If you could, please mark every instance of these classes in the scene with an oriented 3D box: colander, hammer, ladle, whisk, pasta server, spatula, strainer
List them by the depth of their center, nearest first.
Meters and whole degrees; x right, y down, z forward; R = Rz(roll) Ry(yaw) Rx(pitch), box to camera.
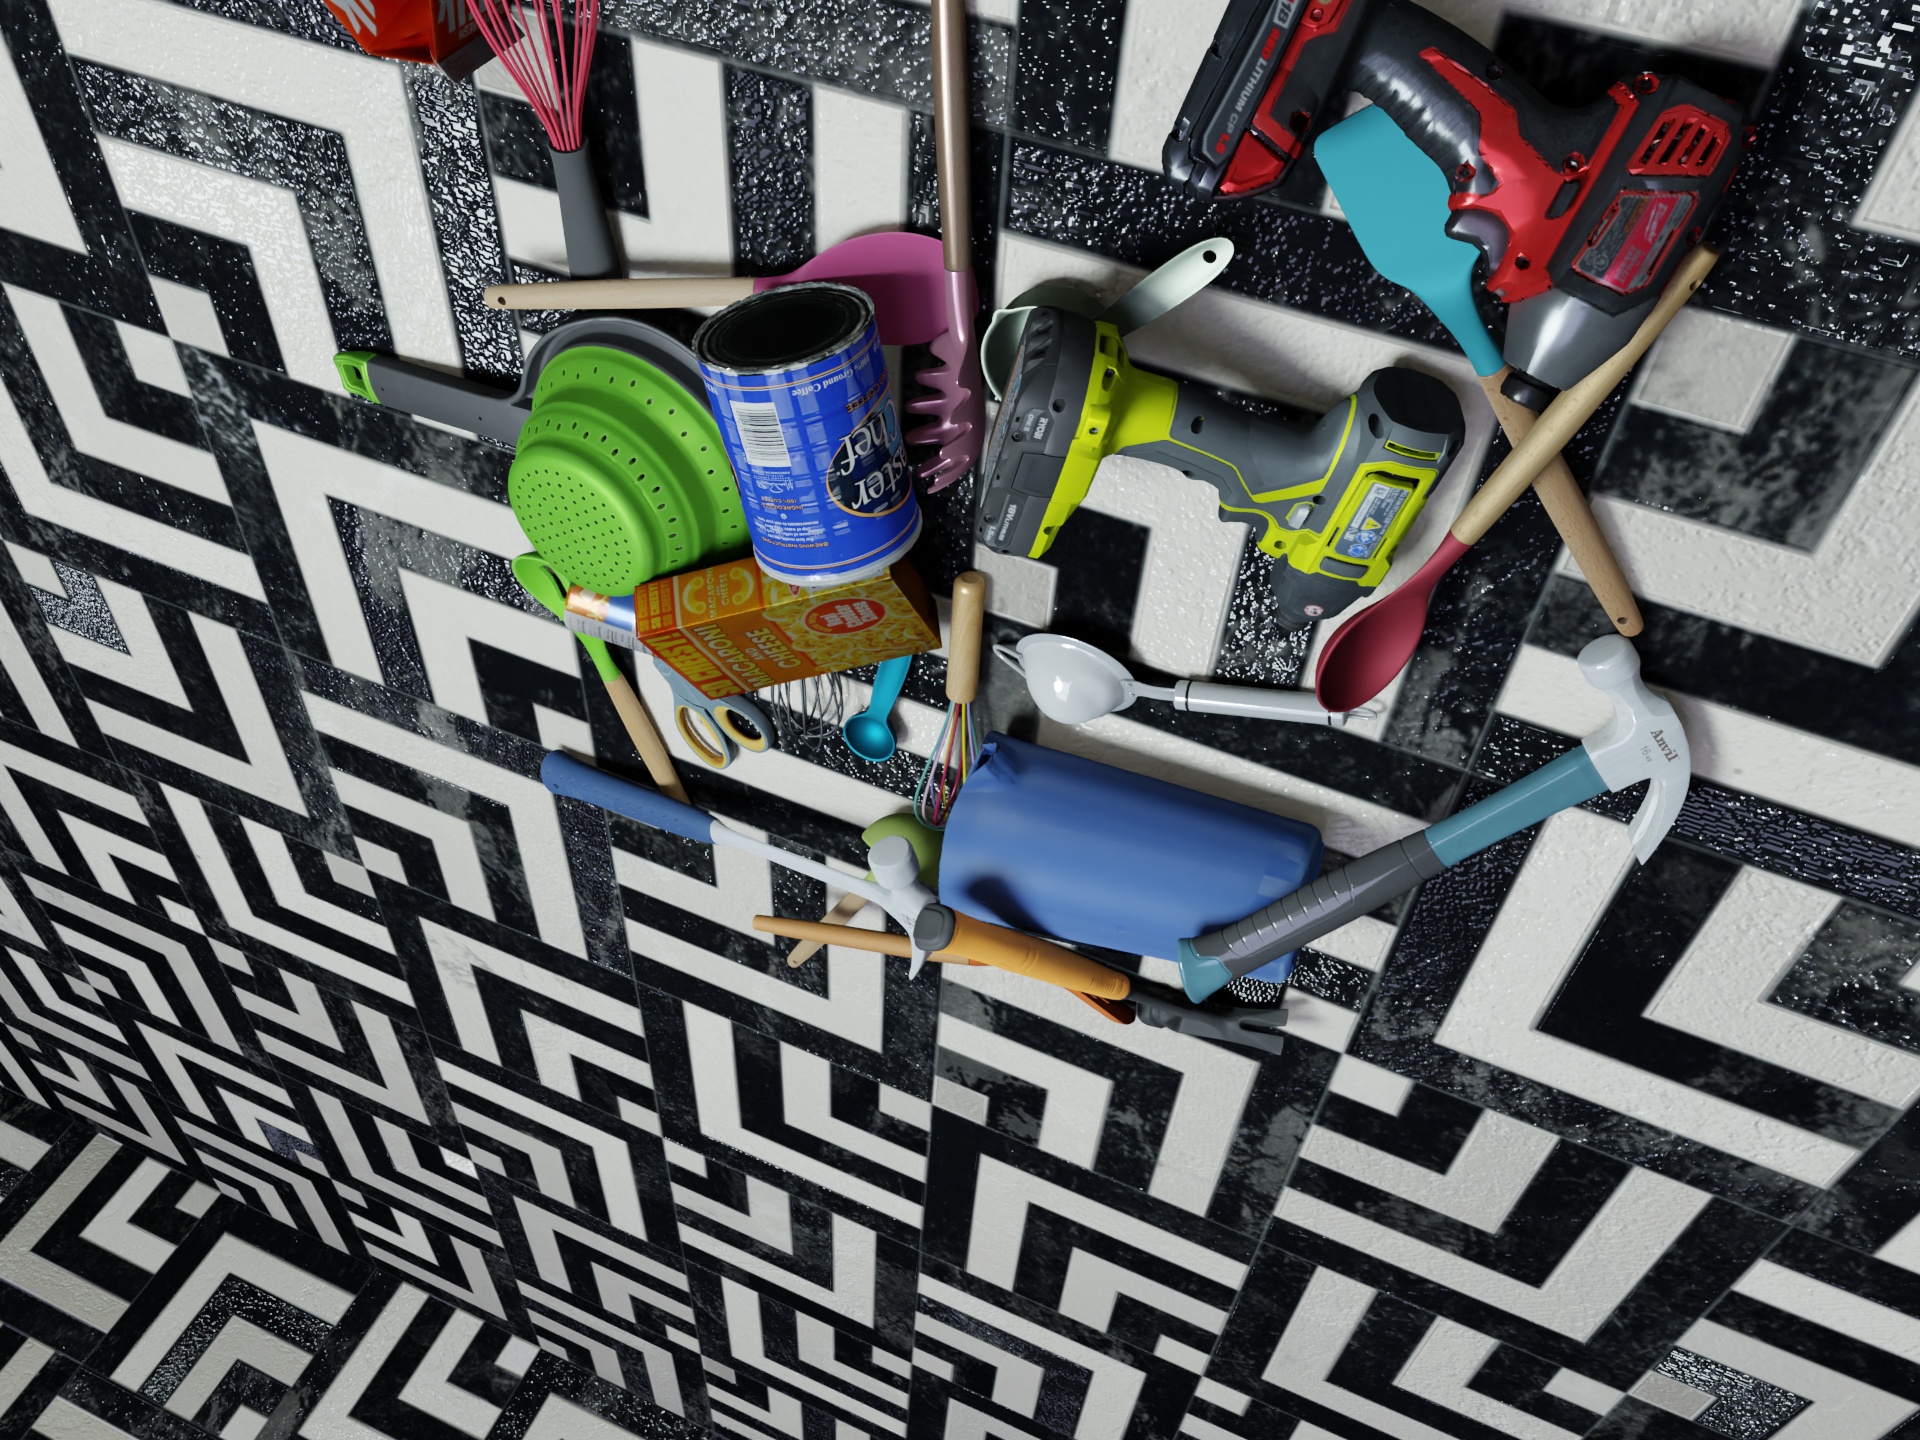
[{"bbox_3d":[0.277,-0.162,0.788,0.082,0.044,0.317,-14,128,39],"label":"spatula"},{"bbox_3d":[0.265,-0.109,0.793,0.031,0.069,0.315,64,145,27],"label":"ladle"},{"bbox_3d":[-0.009,-0.263,0.837,0.040,0.060,0.316,-15,132,-15],"label":"pasta server"},{"bbox_3d":[-0.224,-0.341,0.890,0.073,0.073,0.295,19,146,14],"label":"whisk"},{"bbox_3d":[0.268,0.081,0.940,0.331,0.033,0.128,-32,110,22],"label":"hammer"},{"bbox_3d":[0.134,-0.016,1.015,0.258,0.050,0.086,6,150,22],"label":"strainer"},{"bbox_3d":[-0.289,-0.171,1.046,0.397,0.094,0.204,19,139,23],"label":"colander"},{"bbox_3d":[-0.114,-0.075,1.103,0.055,0.055,0.238,15,134,19],"label":"whisk"},{"bbox_3d":[0.094,0.181,1.112,0.127,0.034,0.336,2,164,44],"label":"hammer"},{"bbox_3d":[-0.003,-0.005,1.113,0.051,0.047,0.244,10,133,6],"label":"whisk"},{"bbox_3d":[-0.185,0.098,1.278,0.406,0.035,0.143,17,143,32],"label":"hammer"},{"bbox_3d":[-0.016,0.197,1.289,0.322,0.041,0.081,8,179,12],"label":"spatula"},{"bbox_3d":[-0.091,0.158,1.323,0.078,0.062,0.320,32,143,-8],"label":"ladle"}]

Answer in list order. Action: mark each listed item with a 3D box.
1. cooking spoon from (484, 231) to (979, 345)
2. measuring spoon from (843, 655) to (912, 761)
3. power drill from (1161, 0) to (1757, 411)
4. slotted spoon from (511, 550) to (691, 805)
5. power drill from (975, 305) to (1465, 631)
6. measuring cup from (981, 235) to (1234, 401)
[{"bbox_3d":[-0.141,-0.252,0.932,0.319,0.017,0.068,4,133,18],"label":"cooking spoon"},{"bbox_3d":[-0.051,-0.022,1.146,0.042,0.021,0.128,27,131,6],"label":"measuring spoon"},{"bbox_3d":[0.205,-0.235,0.683,0.219,0.078,0.143,26,113,3],"label":"power drill"},{"bbox_3d":[-0.271,-0.017,1.275,0.070,0.031,0.313,7,137,28],"label":"slotted spoon"},{"bbox_3d":[0.128,-0.125,0.844,0.223,0.080,0.171,13,141,-6],"label":"power drill"},{"bbox_3d":[0.082,-0.216,0.841,0.167,0.038,0.083,-26,115,43],"label":"measuring cup"}]
